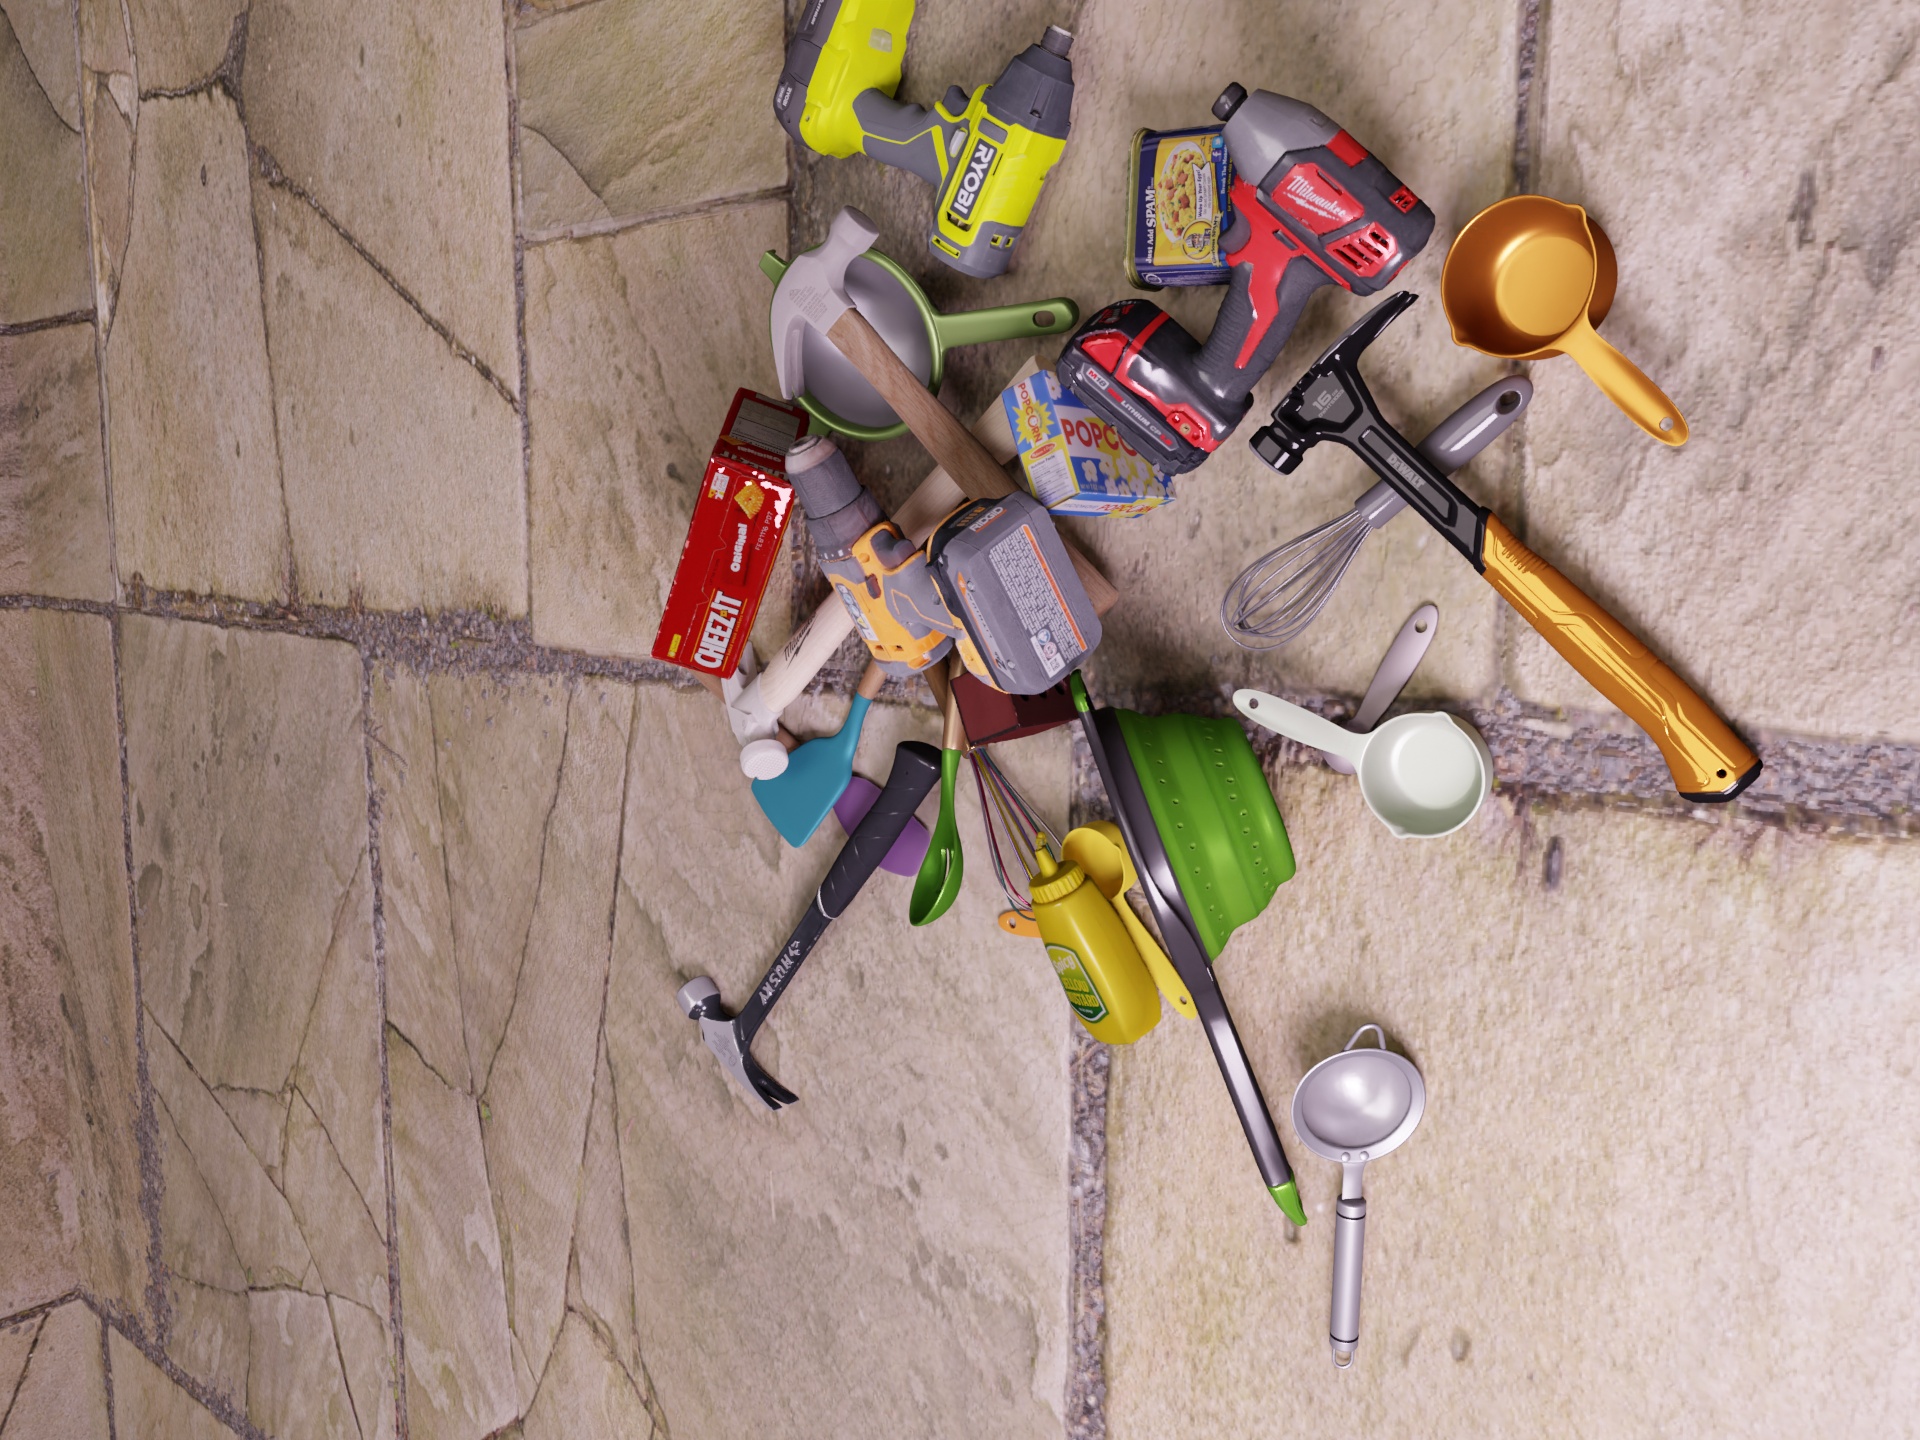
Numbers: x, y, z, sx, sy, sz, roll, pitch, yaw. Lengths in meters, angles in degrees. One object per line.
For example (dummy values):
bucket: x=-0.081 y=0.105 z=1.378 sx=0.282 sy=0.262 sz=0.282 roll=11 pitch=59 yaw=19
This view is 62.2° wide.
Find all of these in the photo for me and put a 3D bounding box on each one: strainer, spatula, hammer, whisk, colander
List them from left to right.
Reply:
spatula: x=-0.139 y=0.030 z=1.344 sx=0.316 sy=0.018 sz=0.059 roll=38 pitch=118 yaw=30
hammer: x=-0.115 y=0.166 z=1.318 sx=0.149 sy=0.036 sz=0.408 roll=50 pitch=127 yaw=23
spatula: x=-0.072 y=-0.040 z=1.260 sx=0.082 sy=0.044 sz=0.317 roll=49 pitch=122 yaw=34
hammer: x=-0.063 y=-0.130 z=1.230 sx=0.410 sy=0.038 sz=0.146 roll=-45 pitch=46 yaw=31
strainer: x=-0.020 y=-0.291 z=1.170 sx=0.256 sy=0.069 sz=0.151 roll=1 pitch=119 yaw=31
hammer: x=-0.012 y=-0.197 z=1.118 sx=0.331 sy=0.031 sz=0.130 roll=49 pitch=117 yaw=6
whisk: x=0.021 y=0.044 z=1.197 sx=0.051 sy=0.047 sz=0.245 roll=-42 pitch=64 yaw=36
colander: x=0.184 y=0.138 z=1.029 sx=0.094 sy=0.204 sz=0.397 roll=-21 pitch=99 yaw=6
strainer: x=0.251 y=0.305 z=1.028 sx=0.087 sy=0.050 sz=0.258 roll=-1 pitch=104 yaw=-3
whisk: x=0.252 y=-0.124 z=0.972 sx=0.239 sy=0.055 sz=0.055 roll=-43 pitch=68 yaw=31
hammer: x=0.319 y=-0.090 z=0.895 sx=0.337 sy=0.034 sz=0.127 roll=49 pitch=117 yaw=15

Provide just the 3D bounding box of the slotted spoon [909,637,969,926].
slotted spoon: x=-0.002 y=-0.004 z=1.173 sx=0.070 sy=0.031 sz=0.314 roll=169 pitch=109 yaw=-70

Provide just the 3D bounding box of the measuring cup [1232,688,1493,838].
measuring cup: x=0.248 y=0.014 z=0.985 sx=0.168 sy=0.038 sz=0.083 roll=26 pitch=111 yaw=30

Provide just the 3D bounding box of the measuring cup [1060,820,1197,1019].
measuring cup: x=0.128 y=0.140 z=1.129 sx=0.062 sy=0.029 sz=0.156 roll=-38 pitch=83 yaw=46

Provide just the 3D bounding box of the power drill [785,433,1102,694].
power drill: x=-0.025 y=-0.109 z=1.068 sx=0.226 sy=0.084 sz=0.185 roll=13 pitch=136 yaw=56

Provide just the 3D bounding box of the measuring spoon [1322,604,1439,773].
measuring spoon: x=0.261 y=-0.019 z=0.992 sx=0.034 sy=0.018 sz=0.124 roll=41 pitch=119 yaw=30

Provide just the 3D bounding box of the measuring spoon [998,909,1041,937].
measuring spoon: x=0.072 y=0.154 z=1.182 sx=0.117 sy=0.011 sz=0.021 roll=-1 pitch=94 yaw=41

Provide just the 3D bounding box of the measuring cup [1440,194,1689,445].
measuring cup: x=0.344 y=-0.213 z=0.876 sx=0.174 sy=0.052 sz=0.095 roll=54 pitch=126 yaw=20

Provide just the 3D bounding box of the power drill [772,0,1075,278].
power drill: x=-0.021 y=-0.447 z=1.148 sx=0.223 sy=0.080 sz=0.171 roll=40 pitch=120 yaw=26

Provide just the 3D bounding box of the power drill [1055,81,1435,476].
power drill: x=0.160 y=-0.264 z=0.953 sx=0.143 sy=0.078 sz=0.219 roll=41 pitch=134 yaw=-2
